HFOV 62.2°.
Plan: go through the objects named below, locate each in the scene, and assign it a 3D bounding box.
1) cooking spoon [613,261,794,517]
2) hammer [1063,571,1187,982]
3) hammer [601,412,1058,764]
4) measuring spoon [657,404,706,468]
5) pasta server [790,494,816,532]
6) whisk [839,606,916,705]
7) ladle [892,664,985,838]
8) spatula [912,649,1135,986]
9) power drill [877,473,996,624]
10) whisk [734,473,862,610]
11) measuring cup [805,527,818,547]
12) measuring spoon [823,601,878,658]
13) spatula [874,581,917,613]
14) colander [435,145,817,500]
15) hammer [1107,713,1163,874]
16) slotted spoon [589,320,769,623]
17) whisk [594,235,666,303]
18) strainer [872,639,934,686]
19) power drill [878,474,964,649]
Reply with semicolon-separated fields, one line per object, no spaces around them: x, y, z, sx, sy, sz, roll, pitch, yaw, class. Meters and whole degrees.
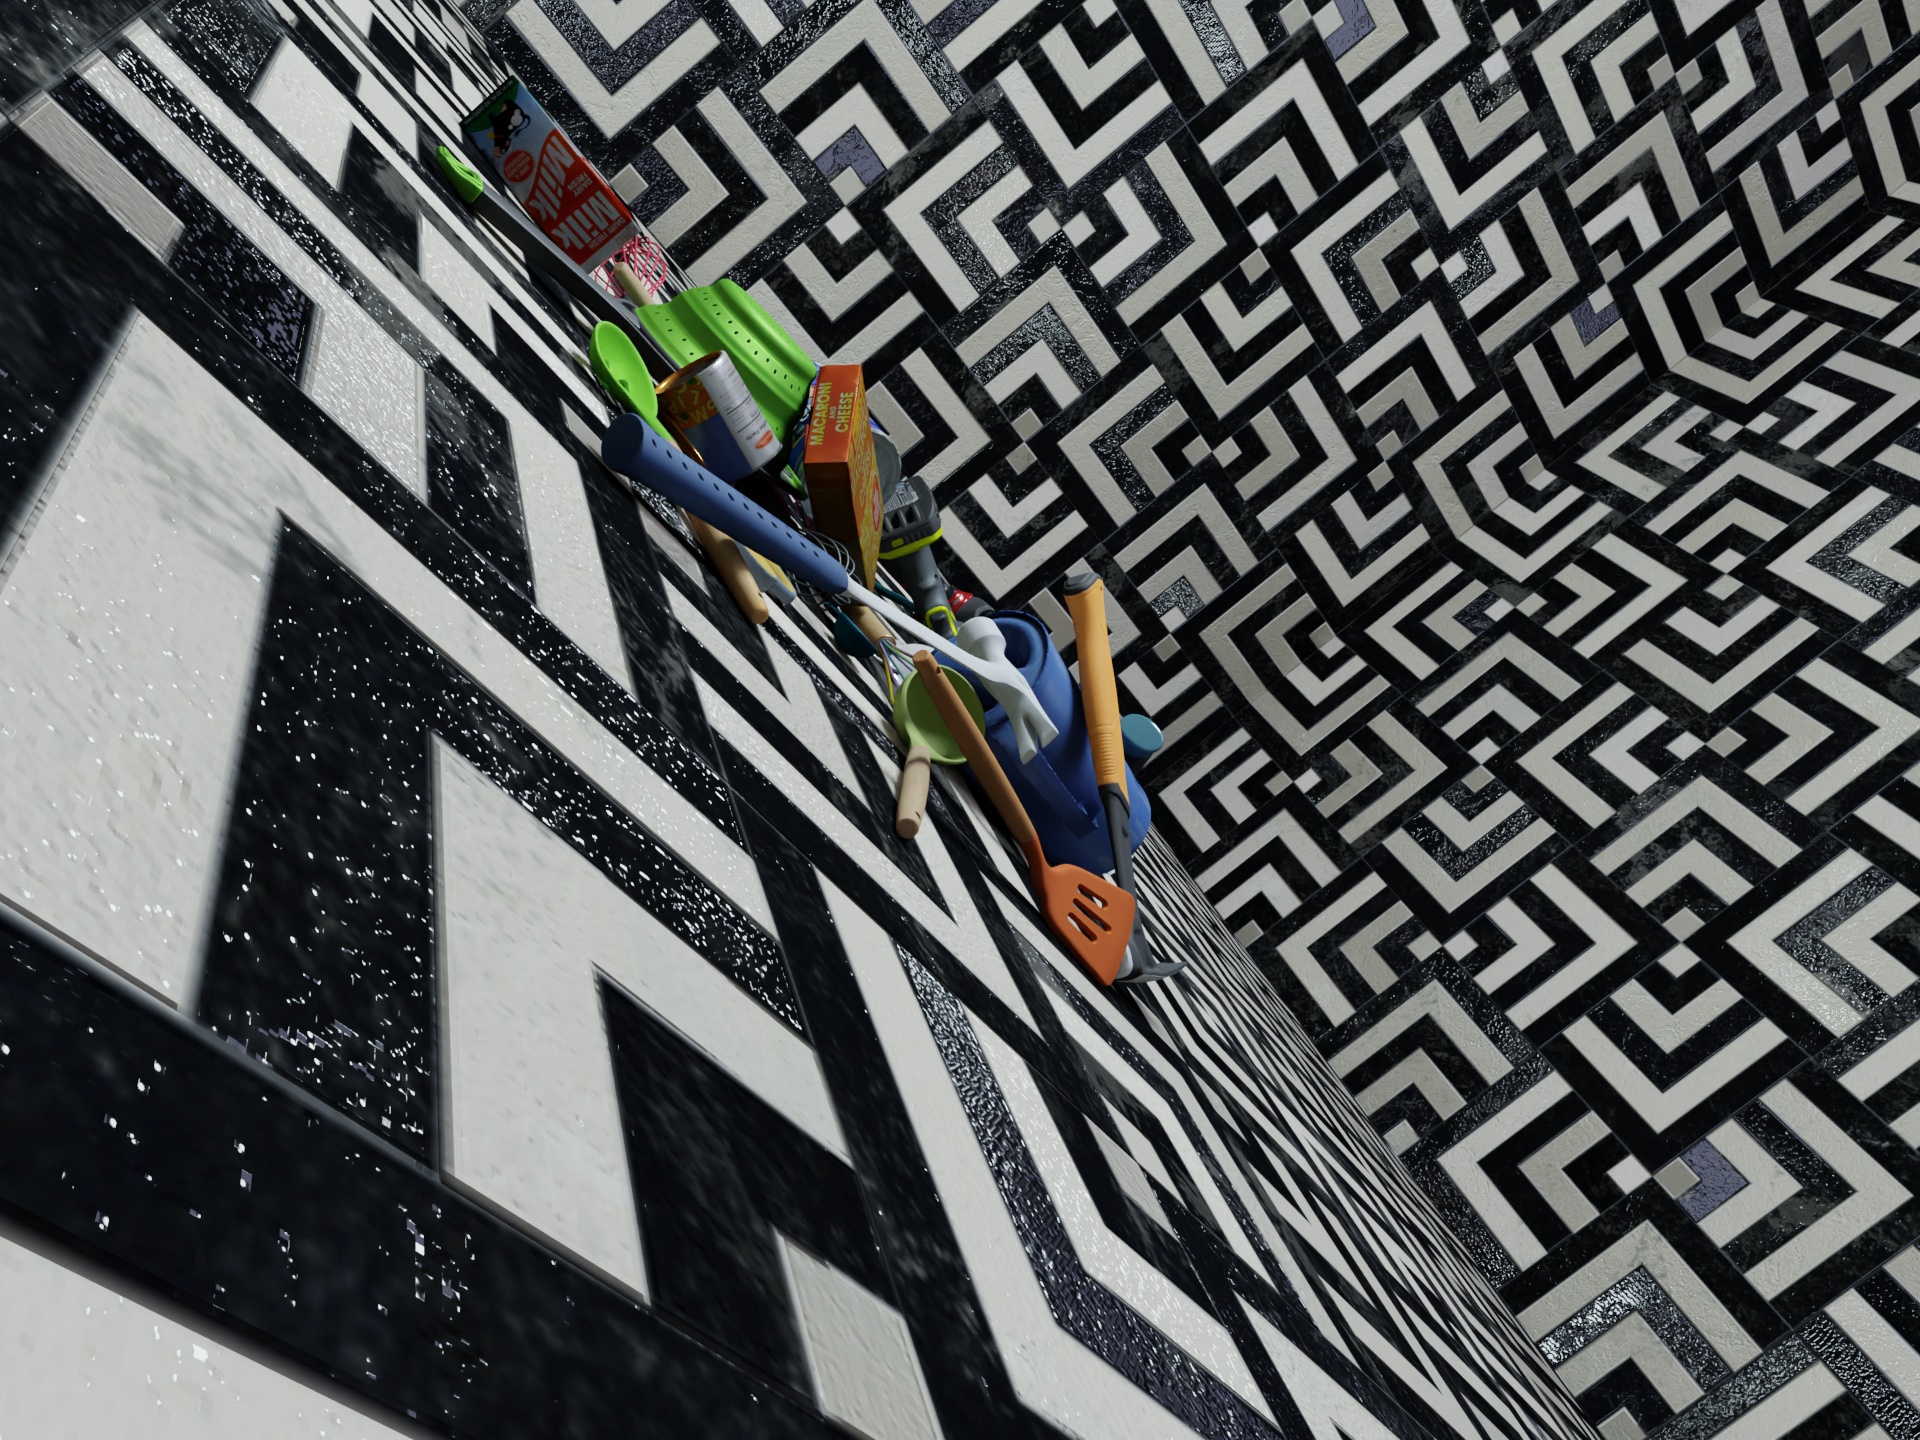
-0.232;-0.298;1.472;0.069;0.017;0.318;54;-2;42;cooking spoon
0.125;0.044;1.292;0.127;0.034;0.337;19;61;-61;hammer
-0.072;-0.086;1.054;0.405;0.035;0.144;30;22;-47;hammer
-0.224;-0.223;1.176;0.117;0.011;0.021;49;-15;21;measuring spoon
-0.177;-0.253;1.618;0.317;0.060;0.040;50;-42;50;pasta server
-0.059;-0.053;1.318;0.051;0.047;0.245;62;-6;-35;whisk
-0.018;0.022;1.051;0.078;0.062;0.320;55;7;-9;ladle
0.045;0.065;1.100;0.322;0.041;0.081;59;41;-40;spatula
-0.047;-0.173;1.835;0.219;0.078;0.143;51;-22;-21;power drill
-0.139;-0.154;1.292;0.055;0.055;0.239;47;3;-40;whisk
-0.119;-0.172;1.647;0.083;0.038;0.167;52;3;8;measuring cup
-0.098;-0.073;1.275;0.042;0.021;0.129;48;-3;-22;measuring spoon
-0.011;-0.045;1.772;0.318;0.044;0.082;58;5;17;spatula
-0.236;-0.337;1.273;0.396;0.094;0.205;39;11;-40;colander
0.140;0.066;1.554;0.128;0.033;0.331;50;-18;11;hammer
-0.189;-0.167;1.057;0.070;0.031;0.314;42;12;-52;slotted spoon
-0.310;-0.398;1.493;0.073;0.073;0.296;48;13;-33;whisk
-0.002;-0.005;1.469;0.258;0.050;0.087;50;20;-48;strainer
-0.030;-0.125;1.631;0.171;0.080;0.223;-114;-178;-67;power drill
